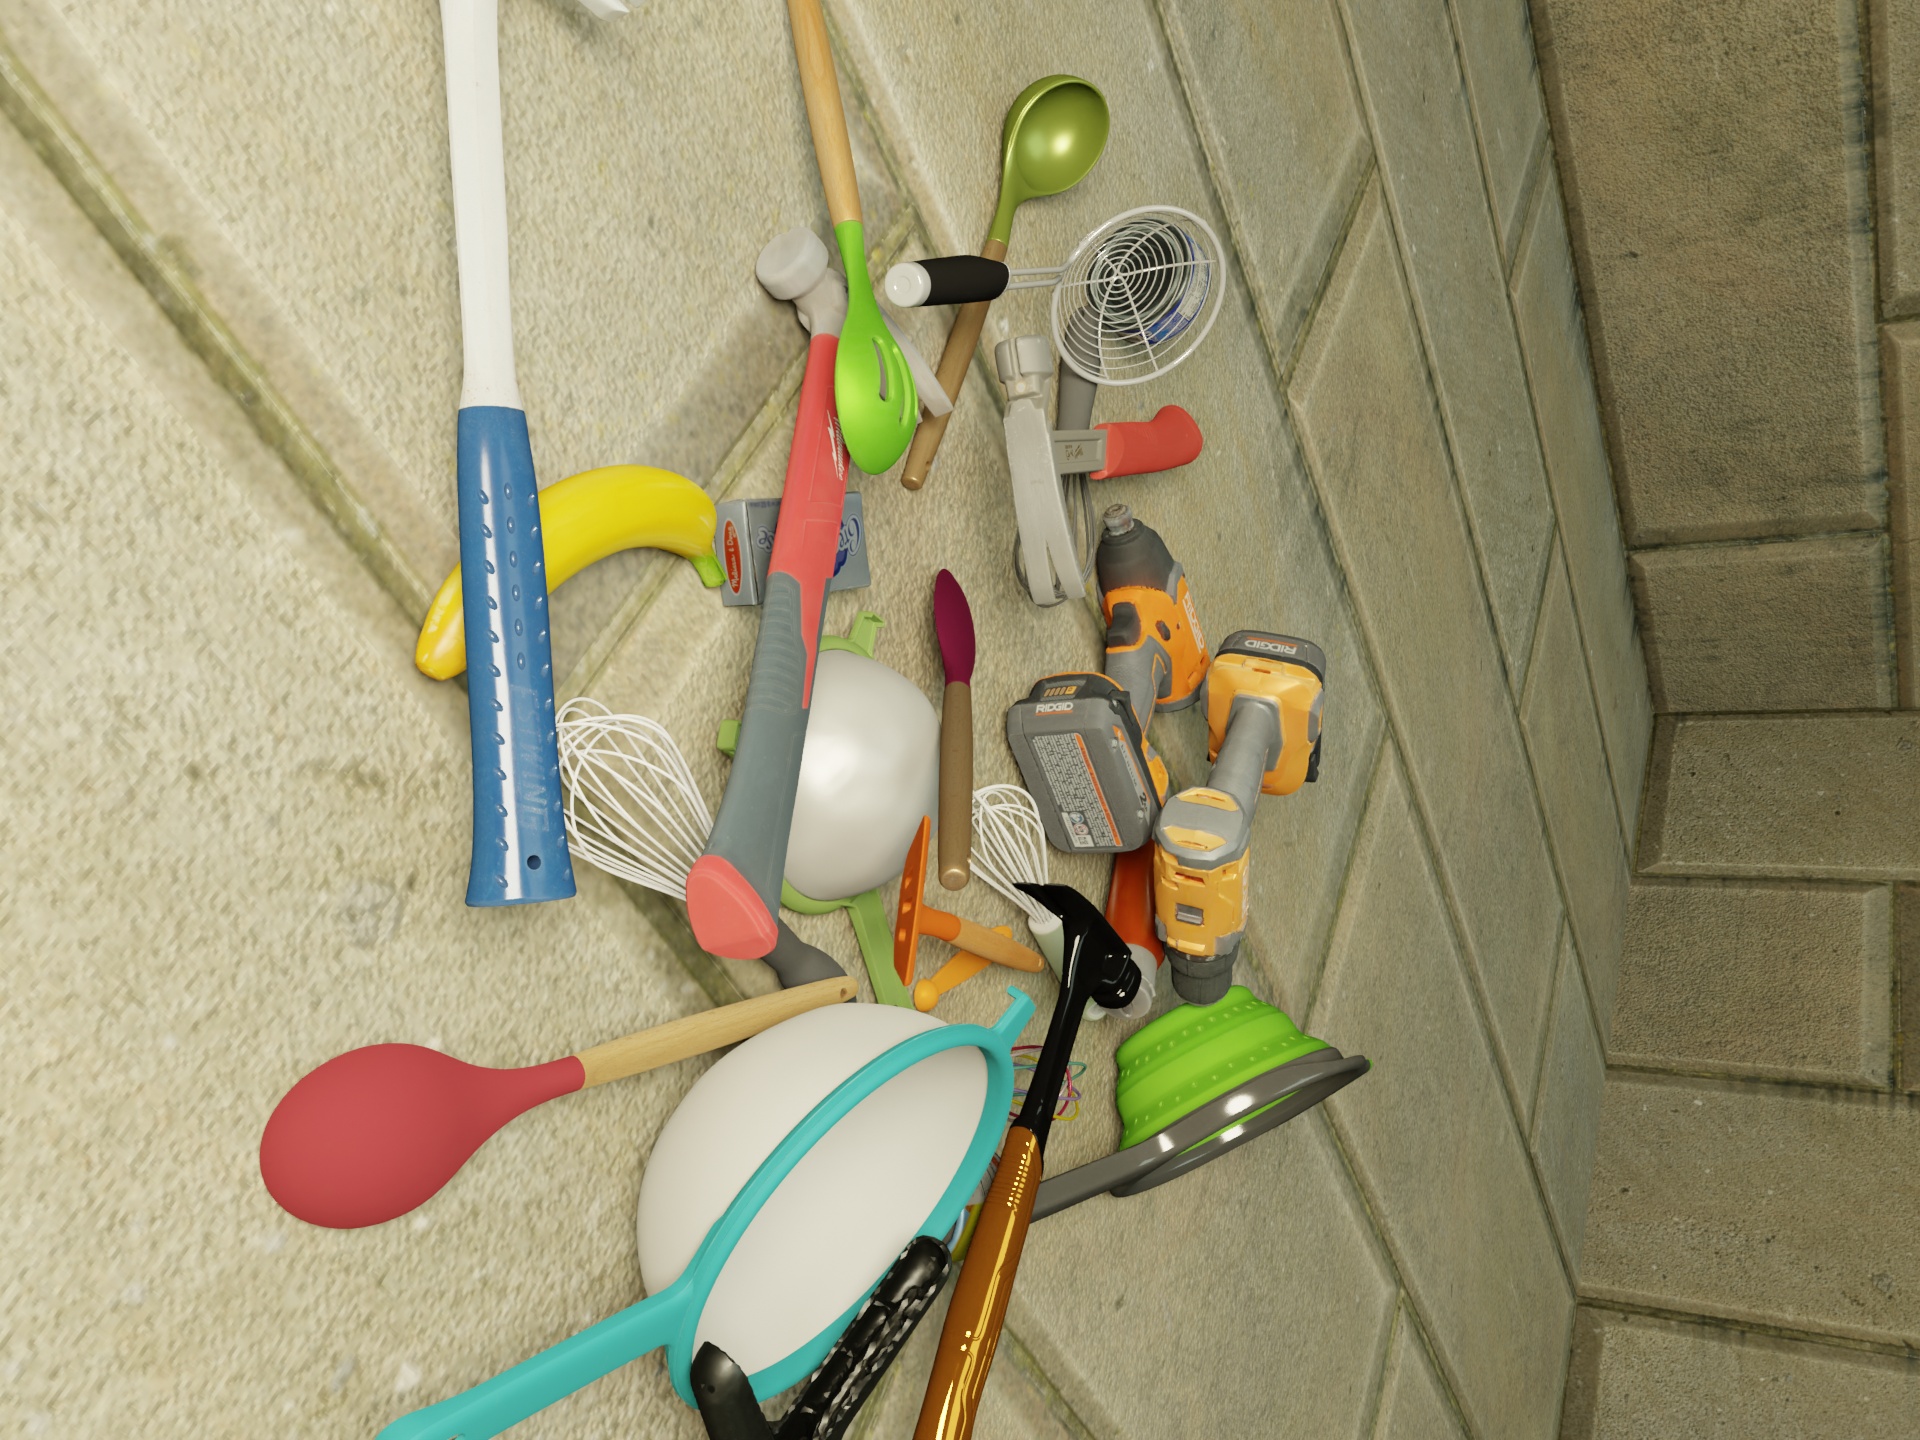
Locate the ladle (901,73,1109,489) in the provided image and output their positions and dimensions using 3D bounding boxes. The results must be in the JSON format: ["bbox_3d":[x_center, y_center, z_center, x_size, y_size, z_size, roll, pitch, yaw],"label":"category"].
[{"bbox_3d":[0.026,-0.278,0.999,0.078,0.062,0.320,53,48,-53],"label":"ladle"}]

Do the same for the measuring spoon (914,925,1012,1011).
[{"bbox_3d":[0.006,0.152,0.987,0.117,0.011,0.021,-25,110,-56],"label":"measuring spoon"}]

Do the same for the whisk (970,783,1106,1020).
[{"bbox_3d":[0.052,0.124,1.038,0.058,0.059,0.246,-37,132,-10],"label":"whisk"}]

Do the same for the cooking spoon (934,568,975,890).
[{"bbox_3d":[-0.001,-0.003,0.853,0.319,0.017,0.068,-88,163,-62],"label":"cooking spoon"}]

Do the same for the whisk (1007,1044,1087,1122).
[{"bbox_3d":[0.005,0.211,0.929,0.244,0.051,0.047,21,54,-53],"label":"whisk"}]

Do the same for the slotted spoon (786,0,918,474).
[{"bbox_3d":[-0.063,-0.279,0.820,0.070,0.031,0.314,10,66,-62],"label":"slotted spoon"}]

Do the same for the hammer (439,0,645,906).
[{"bbox_3d":[-0.179,-0.132,0.626,0.144,0.035,0.405,-2,87,-43],"label":"hammer"}]

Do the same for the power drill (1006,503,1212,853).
[{"bbox_3d":[0.108,-0.035,1.100,0.227,0.084,0.164,-60,137,-46],"label":"power drill"}]

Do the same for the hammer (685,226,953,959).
[{"bbox_3d":[-0.069,-0.060,0.773,0.143,0.038,0.387,43,42,-44],"label":"hammer"}]

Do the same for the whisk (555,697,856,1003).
[{"bbox_3d":[-0.117,0.080,0.758,0.284,0.070,0.070,56,44,-49],"label":"whisk"}]

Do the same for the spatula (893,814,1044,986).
[{"bbox_3d":[0.009,0.120,0.887,0.322,0.041,0.081,39,55,-67],"label":"spatula"}]

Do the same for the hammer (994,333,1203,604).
[{"bbox_3d":[0.104,-0.169,1.046,0.359,0.037,0.149,-25,107,-67],"label":"hammer"}]

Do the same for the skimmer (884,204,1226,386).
[{"bbox_3d":[0.066,-0.248,0.943,0.127,0.090,0.363,-59,169,26],"label":"skimmer"}]

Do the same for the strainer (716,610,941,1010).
[{"bbox_3d":[-0.038,0.077,0.863,0.151,0.069,0.256,-44,127,-50],"label":"strainer"}]

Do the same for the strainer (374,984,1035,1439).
[{"bbox_3d":[-0.118,0.217,0.700,0.340,0.095,0.211,-13,130,-49],"label":"strainer"}]

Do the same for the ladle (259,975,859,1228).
[{"bbox_3d":[-0.149,0.148,0.693,0.315,0.031,0.069,-7,98,-53],"label":"ladle"}]

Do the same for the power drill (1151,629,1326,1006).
[{"bbox_3d":[0.189,0.071,1.097,0.185,0.084,0.226,81,28,-44],"label":"power drill"}]

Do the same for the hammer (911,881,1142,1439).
[{"bbox_3d":[0.027,0.255,0.868,0.127,0.034,0.337,52,48,-44],"label":"hammer"}]

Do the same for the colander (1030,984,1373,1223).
[{"bbox_3d":[0.120,0.261,1.088,0.397,0.204,0.095,-6,59,-43],"label":"colander"}]

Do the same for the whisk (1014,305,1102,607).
[{"bbox_3d":[0.073,-0.184,1.084,0.055,0.055,0.239,41,51,-50],"label":"whisk"}]
